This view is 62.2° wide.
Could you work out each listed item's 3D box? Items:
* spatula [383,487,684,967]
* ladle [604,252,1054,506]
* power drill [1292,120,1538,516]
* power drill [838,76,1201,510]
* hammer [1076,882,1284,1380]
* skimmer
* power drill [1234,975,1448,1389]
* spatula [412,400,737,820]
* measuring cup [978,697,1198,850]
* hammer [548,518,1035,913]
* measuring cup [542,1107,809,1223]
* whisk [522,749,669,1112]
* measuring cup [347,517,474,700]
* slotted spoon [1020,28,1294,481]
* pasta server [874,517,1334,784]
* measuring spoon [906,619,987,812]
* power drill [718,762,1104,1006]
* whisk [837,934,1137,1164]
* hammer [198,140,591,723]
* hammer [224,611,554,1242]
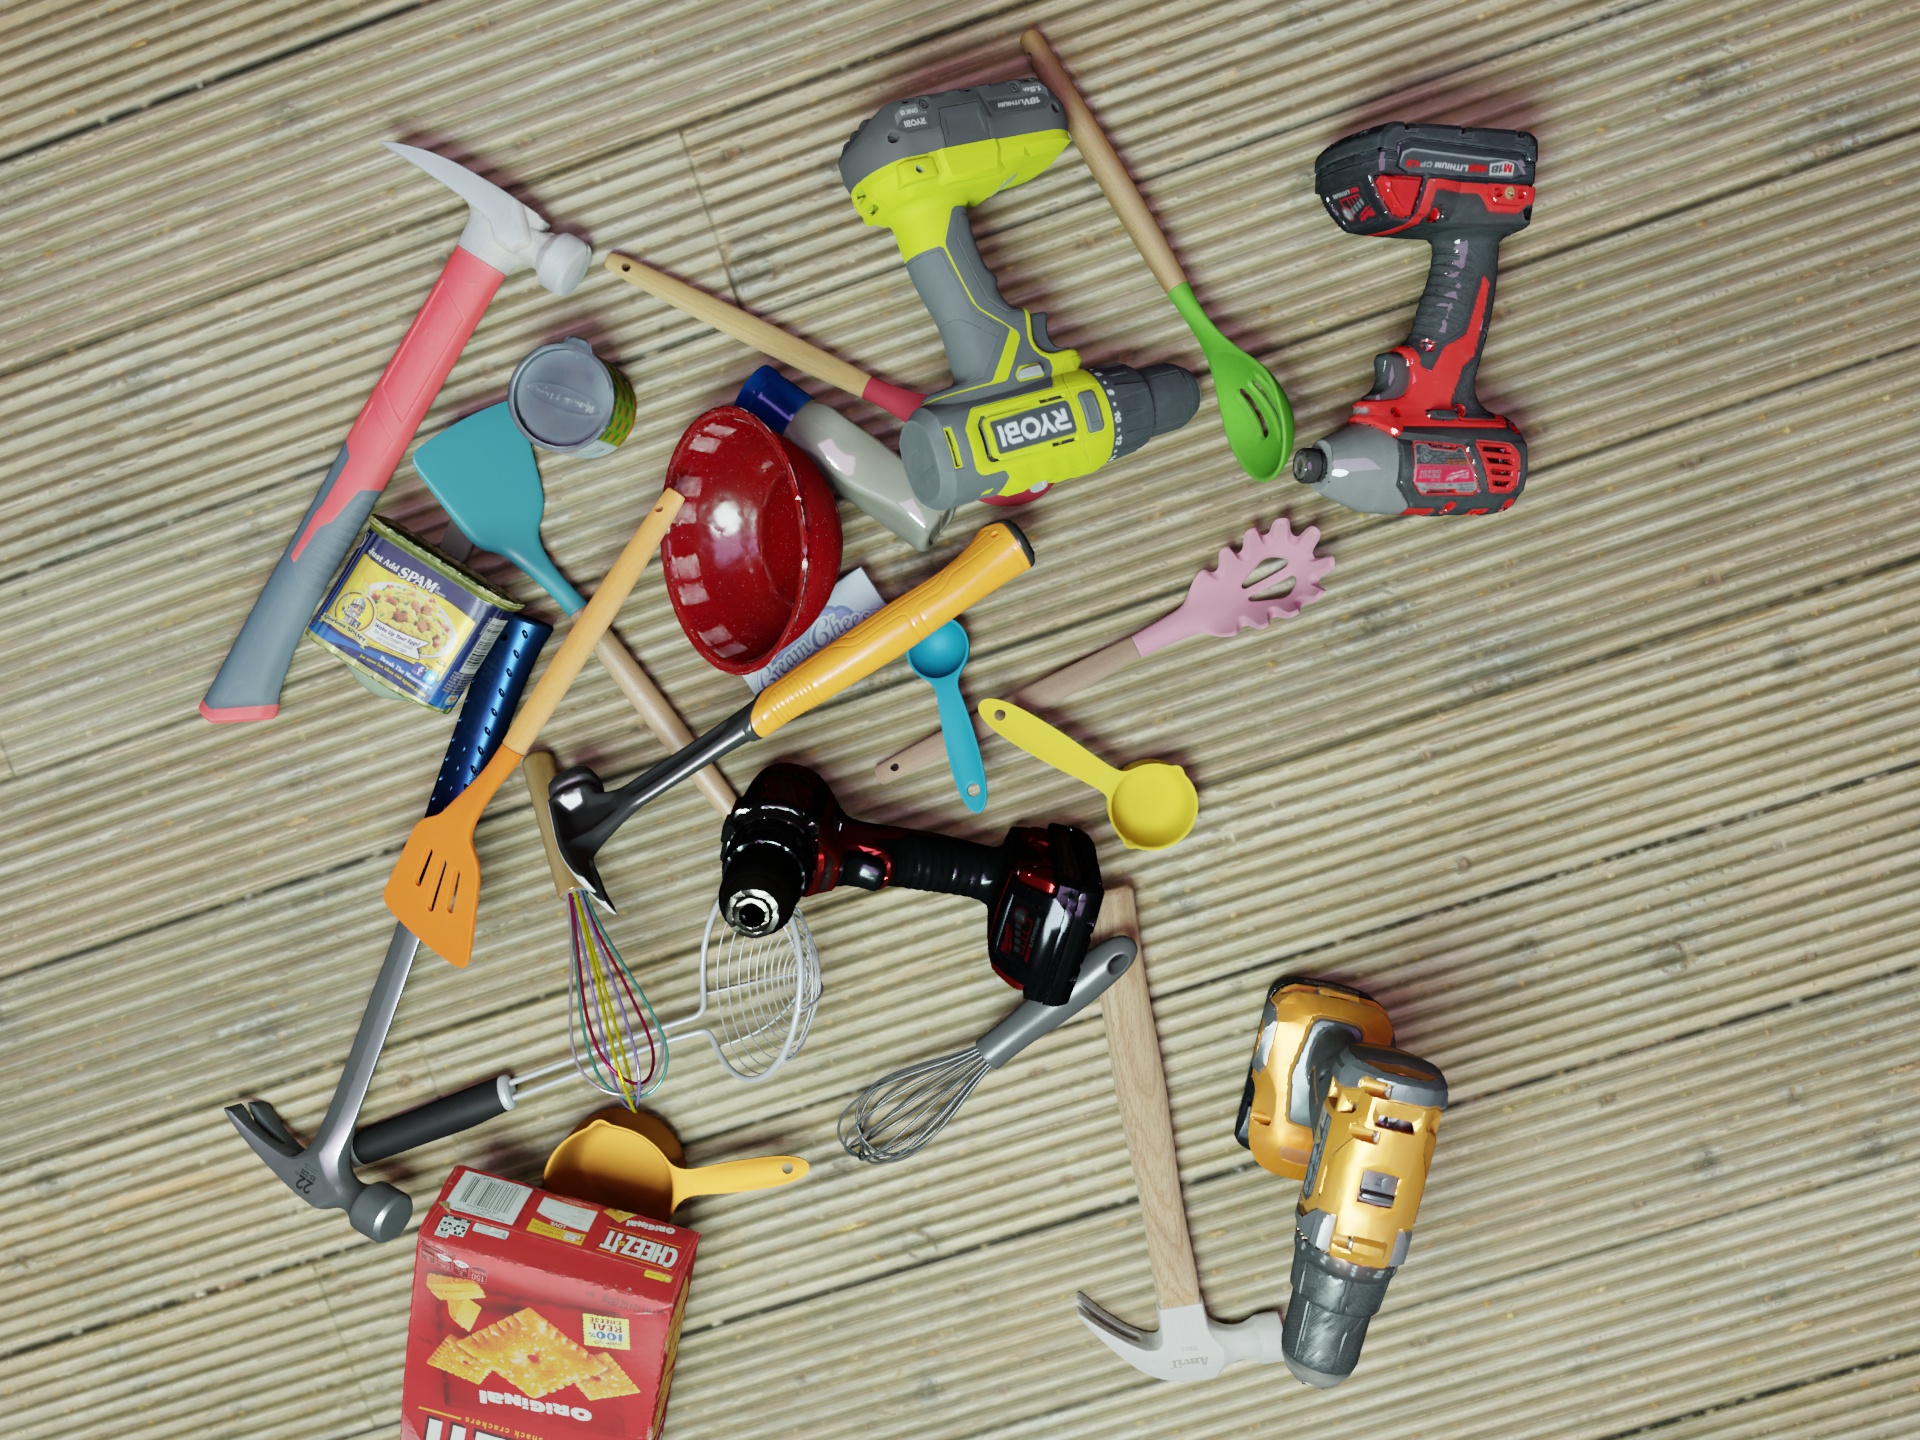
[{"bbox_3d":[-0.257,-0.002,0.978,0.081,0.041,0.322,33,90,22],"label":"spatula"},{"bbox_3d":[-0.081,-0.222,0.999,0.315,0.031,0.069,26,94,2],"label":"ladle"},{"bbox_3d":[0.266,-0.231,0.943,0.143,0.079,0.219,-2,99,-16],"label":"power drill"},{"bbox_3d":[0.036,-0.253,0.950,0.190,0.080,0.228,-19,93,-21],"label":"power drill"},{"bbox_3d":[0.120,0.270,1.035,0.130,0.031,0.331,-11,95,3],"label":"hammer"},{"bbox_3d":[-0.251,0.211,1.018,0.363,0.090,0.127,-22,63,7],"label":"skimmer"},{"bbox_3d":[0.215,0.259,0.931,0.084,0.226,0.185,12,96,2],"label":"power drill"},{"bbox_3d":[-0.224,-0.052,1.012,0.082,0.044,0.317,-41,98,-37],"label":"spatula"},{"bbox_3d":[0.079,0.027,1.007,0.156,0.029,0.062,31,99,-6],"label":"measuring cup"},{"bbox_3d":[-0.098,-0.014,0.959,0.337,0.127,0.034,-34,124,-2],"label":"hammer"},{"bbox_3d":[-0.182,0.294,1.043,0.173,0.052,0.095,-7,95,2],"label":"measuring cup"},{"bbox_3d":[-0.233,0.126,0.988,0.051,0.047,0.245,-29,67,17],"label":"whisk"},{"bbox_3d":[-0.339,-0.089,1.017,0.083,0.038,0.167,27,98,0],"label":"measuring cup"},{"bbox_3d":[0.121,-0.288,0.973,0.031,0.070,0.314,-30,88,-19],"label":"slotted spoon"},{"bbox_3d":[0.086,-0.035,1.003,0.316,0.040,0.060,-27,81,6],"label":"pasta server"},{"bbox_3d":[-0.002,-0.003,1.006,0.042,0.021,0.129,-17,79,15],"label":"measuring spoon"},{"bbox_3d":[-0.034,0.098,0.948,0.226,0.188,0.080,15,106,-4],"label":"power drill"},{"bbox_3d":[0.016,0.210,1.015,0.239,0.055,0.055,-39,93,12],"label":"whisk"},{"bbox_3d":[-0.392,-0.171,1.013,0.143,0.038,0.386,32,96,1],"label":"hammer"},{"bbox_3d":[-0.357,0.120,1.029,0.144,0.035,0.405,21,93,20],"label":"hammer"}]
